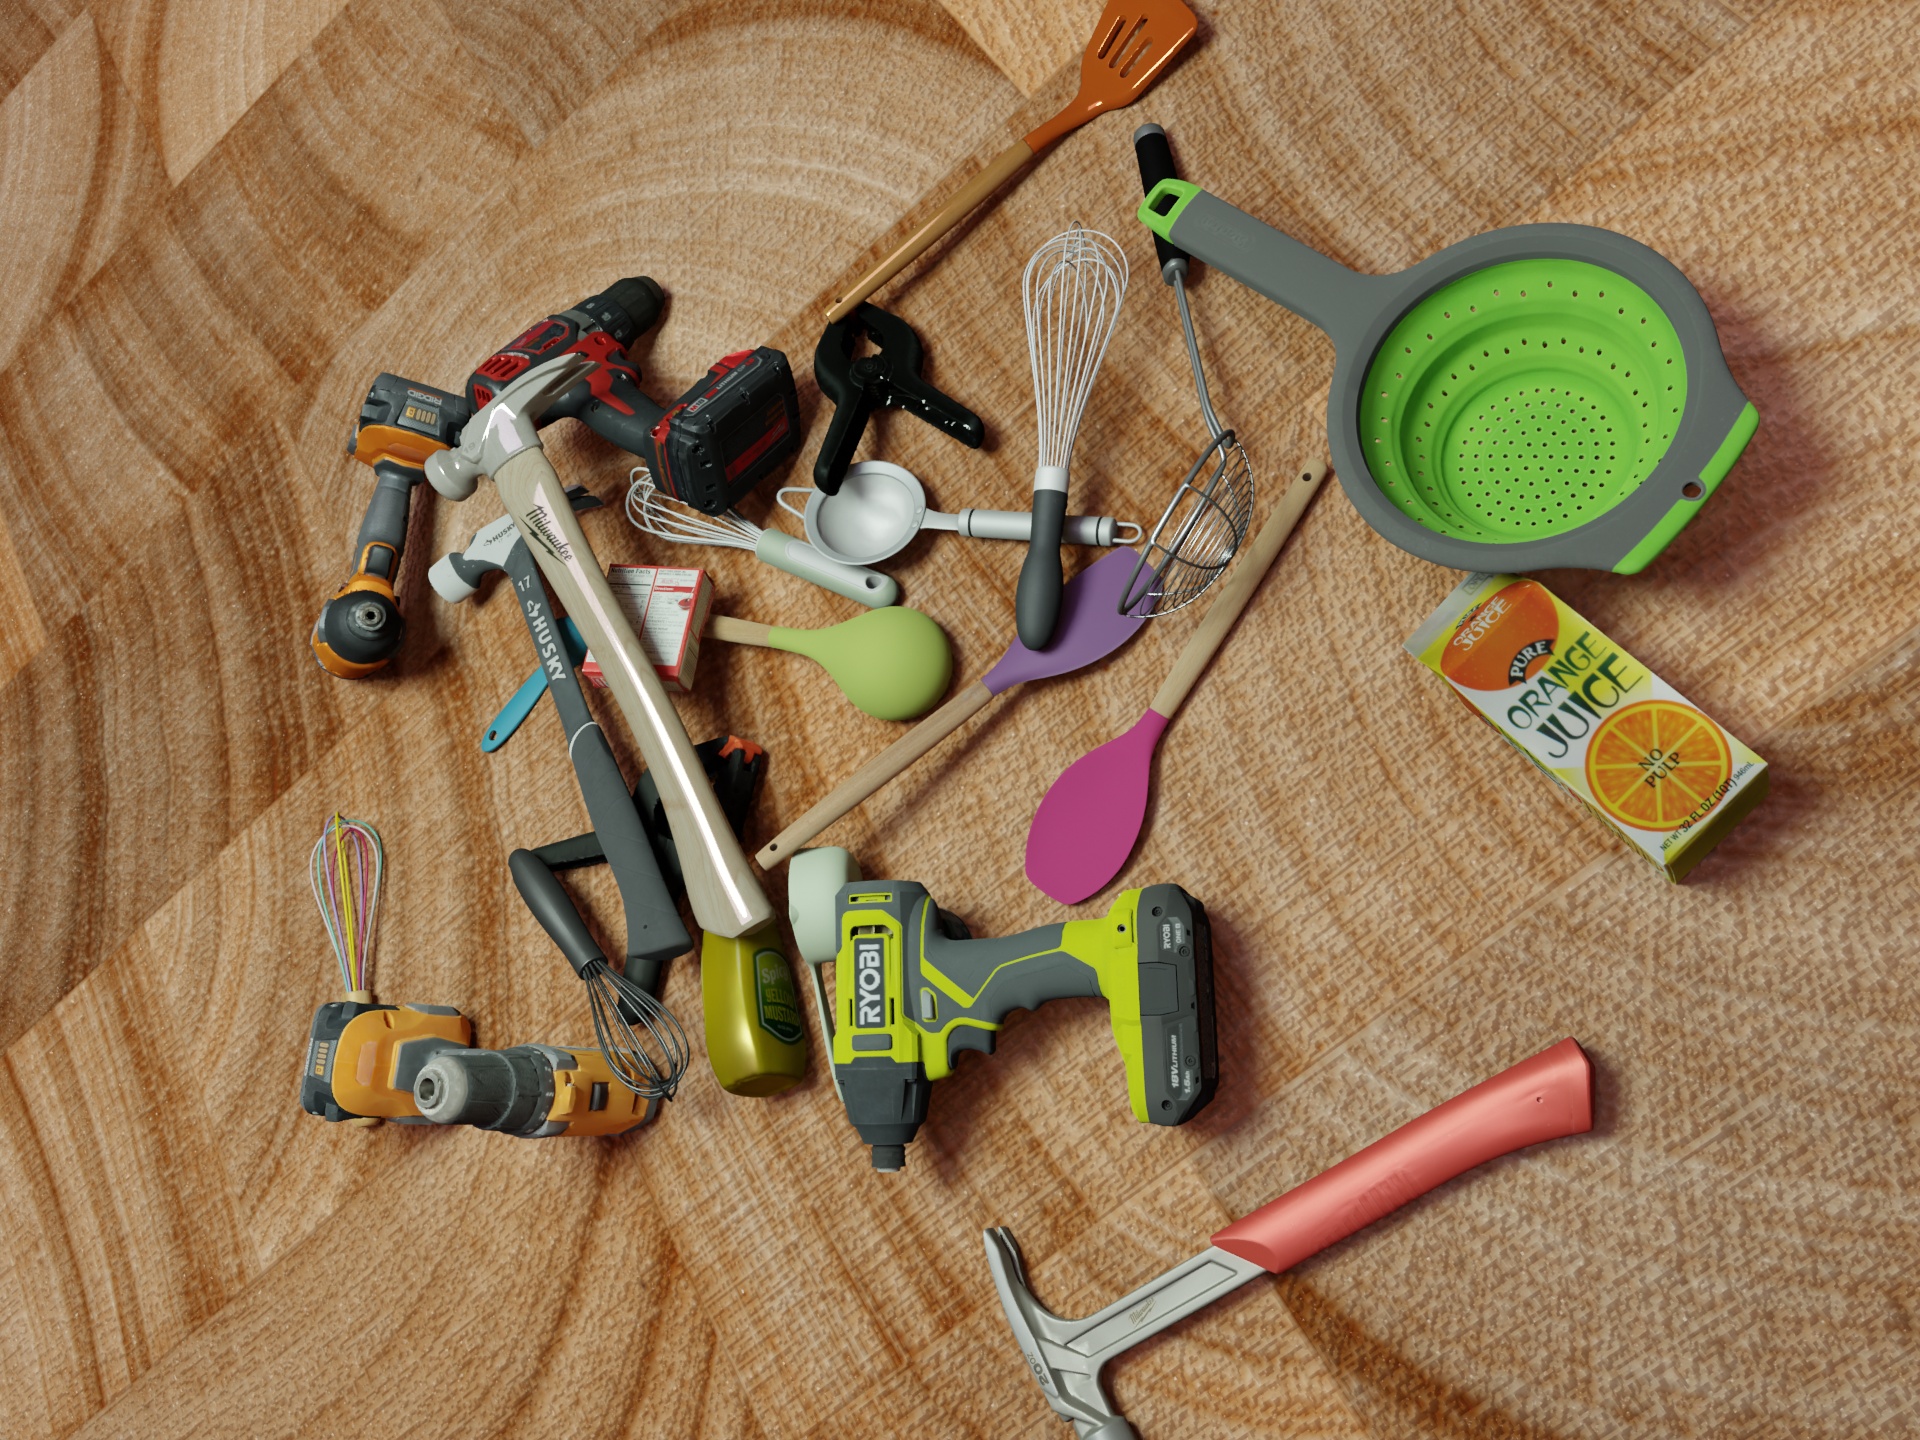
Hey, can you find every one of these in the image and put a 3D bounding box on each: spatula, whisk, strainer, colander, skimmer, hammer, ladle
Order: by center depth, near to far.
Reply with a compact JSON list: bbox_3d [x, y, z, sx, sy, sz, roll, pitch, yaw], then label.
[{"bbox_3d":[0.184,0.271,0.884,0.359,0.036,0.149,-35,64,15],"label":"hammer"},{"bbox_3d":[0.265,-0.212,0.937,0.397,0.094,0.204,41,96,31],"label":"colander"},{"bbox_3d":[0.119,-0.237,1.014,0.090,0.127,0.364,-4,66,-7],"label":"skimmer"},{"bbox_3d":[-0.002,-0.003,1.021,0.316,0.018,0.060,-37,62,-2],"label":"spatula"},{"bbox_3d":[0.062,-0.185,1.023,0.070,0.070,0.285,3,81,27],"label":"whisk"},{"bbox_3d":[-0.220,-0.047,1.061,0.146,0.038,0.411,-33,77,19],"label":"hammer"},{"bbox_3d":[-0.002,-0.132,1.078,0.258,0.050,0.087,7,64,22],"label":"strainer"},{"bbox_3d":[-0.254,0.168,1.087,0.055,0.055,0.239,-49,57,7],"label":"whisk"},{"bbox_3d":[0.026,-0.393,1.118,0.322,0.041,0.081,-40,63,3],"label":"spatula"},{"bbox_3d":[-0.144,-0.059,1.135,0.320,0.062,0.078,11,80,35],"label":"ladle"},{"bbox_3d":[-0.271,-0.002,1.145,0.149,0.036,0.409,-34,60,10],"label":"hammer"},{"bbox_3d":[-0.146,-0.130,1.146,0.246,0.059,0.058,24,61,25],"label":"whisk"},{"bbox_3d":[-0.467,0.189,1.228,0.047,0.051,0.245,-25,70,41],"label":"whisk"}]

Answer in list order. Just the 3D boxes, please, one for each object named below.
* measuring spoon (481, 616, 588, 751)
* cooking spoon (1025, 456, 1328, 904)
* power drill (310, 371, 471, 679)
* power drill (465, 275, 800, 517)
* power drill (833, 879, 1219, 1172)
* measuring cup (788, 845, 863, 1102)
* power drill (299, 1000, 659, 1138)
[{"bbox_3d":[-0.333,-0.028,1.222,0.042,0.021,0.128,41,95,28],"label":"measuring spoon"},{"bbox_3d":[0.139,-0.026,0.993,0.069,0.017,0.319,34,94,28],"label":"cooking spoon"},{"bbox_3d":[-0.449,-0.148,1.244,0.164,0.084,0.226,-9,68,64],"label":"power drill"},{"bbox_3d":[-0.227,-0.253,1.175,0.227,0.080,0.188,23,52,24],"label":"power drill"},{"bbox_3d":[0.034,0.178,0.939,0.223,0.080,0.171,-5,79,17],"label":"power drill"},{"bbox_3d":[-0.076,0.163,1.031,0.038,0.083,0.167,-10,89,8],"label":"measuring cup"},{"bbox_3d":[-0.344,0.239,1.070,0.226,0.185,0.084,1,79,30],"label":"power drill"}]
